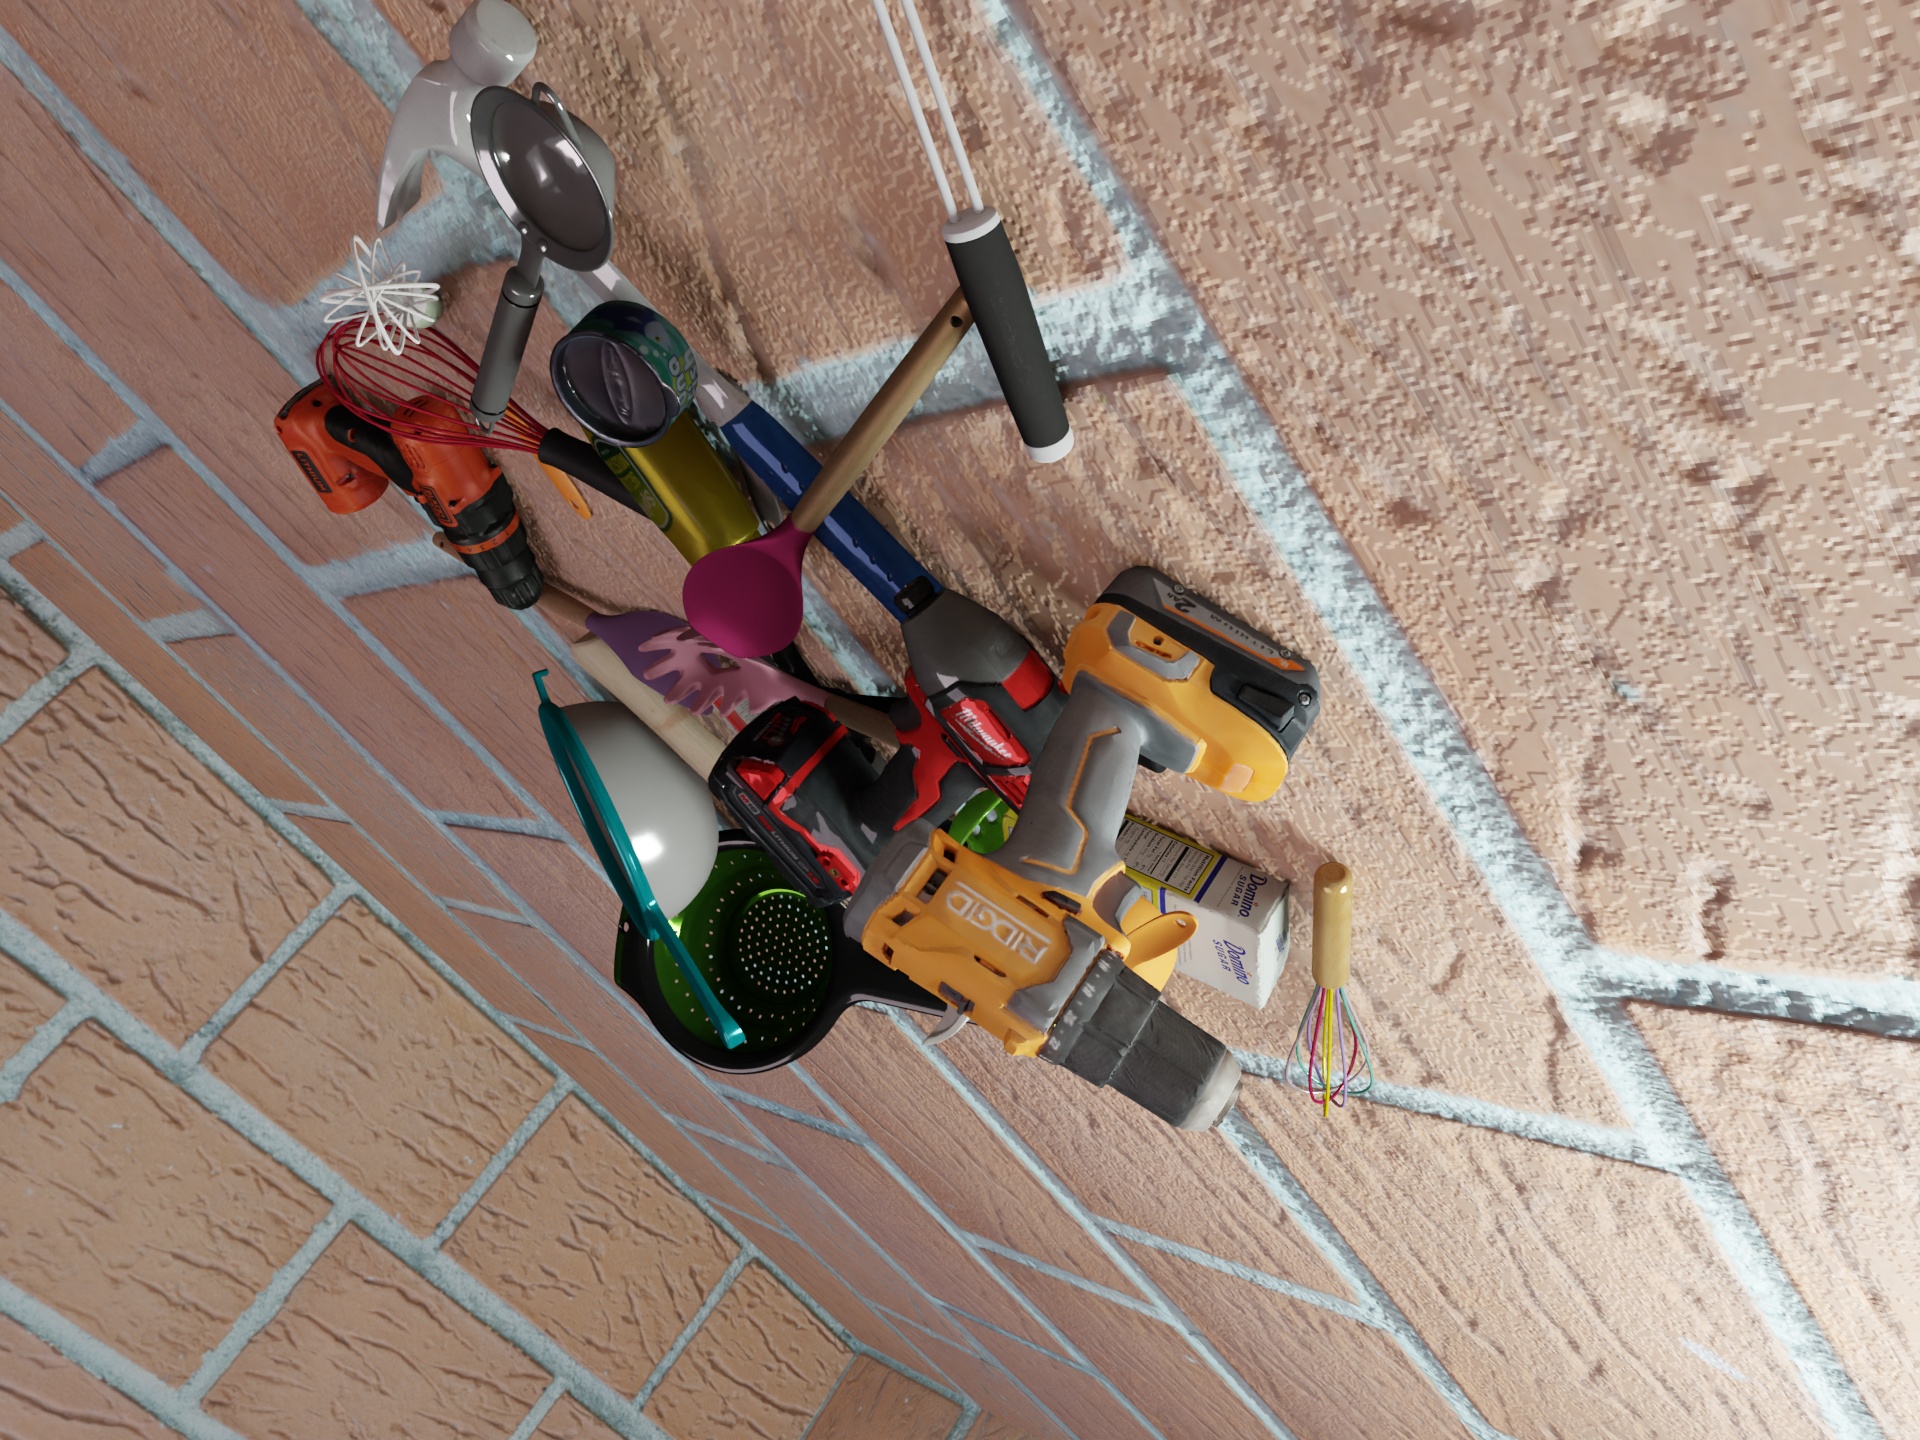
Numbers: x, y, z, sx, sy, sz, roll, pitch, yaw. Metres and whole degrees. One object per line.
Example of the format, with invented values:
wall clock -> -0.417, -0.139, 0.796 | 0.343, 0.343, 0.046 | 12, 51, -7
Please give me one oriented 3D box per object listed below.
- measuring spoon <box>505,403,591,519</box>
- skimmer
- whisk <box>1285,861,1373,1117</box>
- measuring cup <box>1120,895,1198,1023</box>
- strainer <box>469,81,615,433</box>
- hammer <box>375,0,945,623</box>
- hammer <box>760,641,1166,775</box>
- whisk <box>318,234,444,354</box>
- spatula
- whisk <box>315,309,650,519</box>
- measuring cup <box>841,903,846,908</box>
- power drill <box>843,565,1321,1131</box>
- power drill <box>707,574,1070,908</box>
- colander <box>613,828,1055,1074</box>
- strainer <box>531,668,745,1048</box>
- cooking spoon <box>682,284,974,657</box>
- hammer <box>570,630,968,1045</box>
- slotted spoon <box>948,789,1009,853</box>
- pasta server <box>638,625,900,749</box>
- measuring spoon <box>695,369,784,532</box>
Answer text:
measuring spoon -> -0.282, -0.176, 1.051 | 0.021, 0.011, 0.116 | 9, 142, 45
skimmer -> -0.016, -0.213, 0.568 | 0.127, 0.090, 0.362 | -12, 138, 13
whisk -> 0.219, 0.164, 0.937 | 0.051, 0.047, 0.244 | 24, 147, 29
measuring cup -> 0.099, 0.117, 0.901 | 0.095, 0.052, 0.173 | 39, 150, -4
strainer -> -0.206, -0.214, 0.757 | 0.087, 0.050, 0.258 | 45, 144, 0
hammer -> -0.127, -0.165, 0.823 | 0.405, 0.035, 0.144 | 45, 136, -20
hammer -> -0.002, -0.003, 0.952 | 0.335, 0.035, 0.146 | 3, 138, 49
whisk -> -0.305, -0.228, 0.865 | 0.246, 0.058, 0.059 | -135, 27, -72
spatula -> -0.292, -0.086, 1.190 | 0.316, 0.018, 0.059 | 26, 112, 29
whisk -> -0.270, -0.176, 0.979 | 0.296, 0.073, 0.073 | 25, 152, 10
measuring cup -> -0.051, 0.104, 1.191 | 0.083, 0.038, 0.167 | 41, 147, -1
power drill -> 0.082, 0.058, 0.726 | 0.185, 0.226, 0.084 | 33, 154, 11
power drill -> -0.034, 0.013, 0.872 | 0.219, 0.078, 0.143 | -28, 106, 44
colander -> -0.097, 0.208, 1.343 | 0.397, 0.204, 0.094 | 9, 179, 20
strainer -> -0.222, 0.106, 1.251 | 0.341, 0.095, 0.210 | 51, 158, 33
cooking spoon -> -0.068, -0.114, 0.798 | 0.068, 0.017, 0.319 | 35, 142, -10
hammer -> -0.140, 0.078, 1.192 | 0.411, 0.038, 0.146 | 41, 145, 11
slotted spoon -> 0.041, 0.129, 1.092 | 0.031, 0.070, 0.313 | 35, 163, 30
pasta server -> -0.061, 0.005, 0.955 | 0.316, 0.040, 0.060 | 22, 136, 26
measuring spoon -> -0.122, -0.143, 0.894 | 0.034, 0.018, 0.124 | 21, 148, 30
